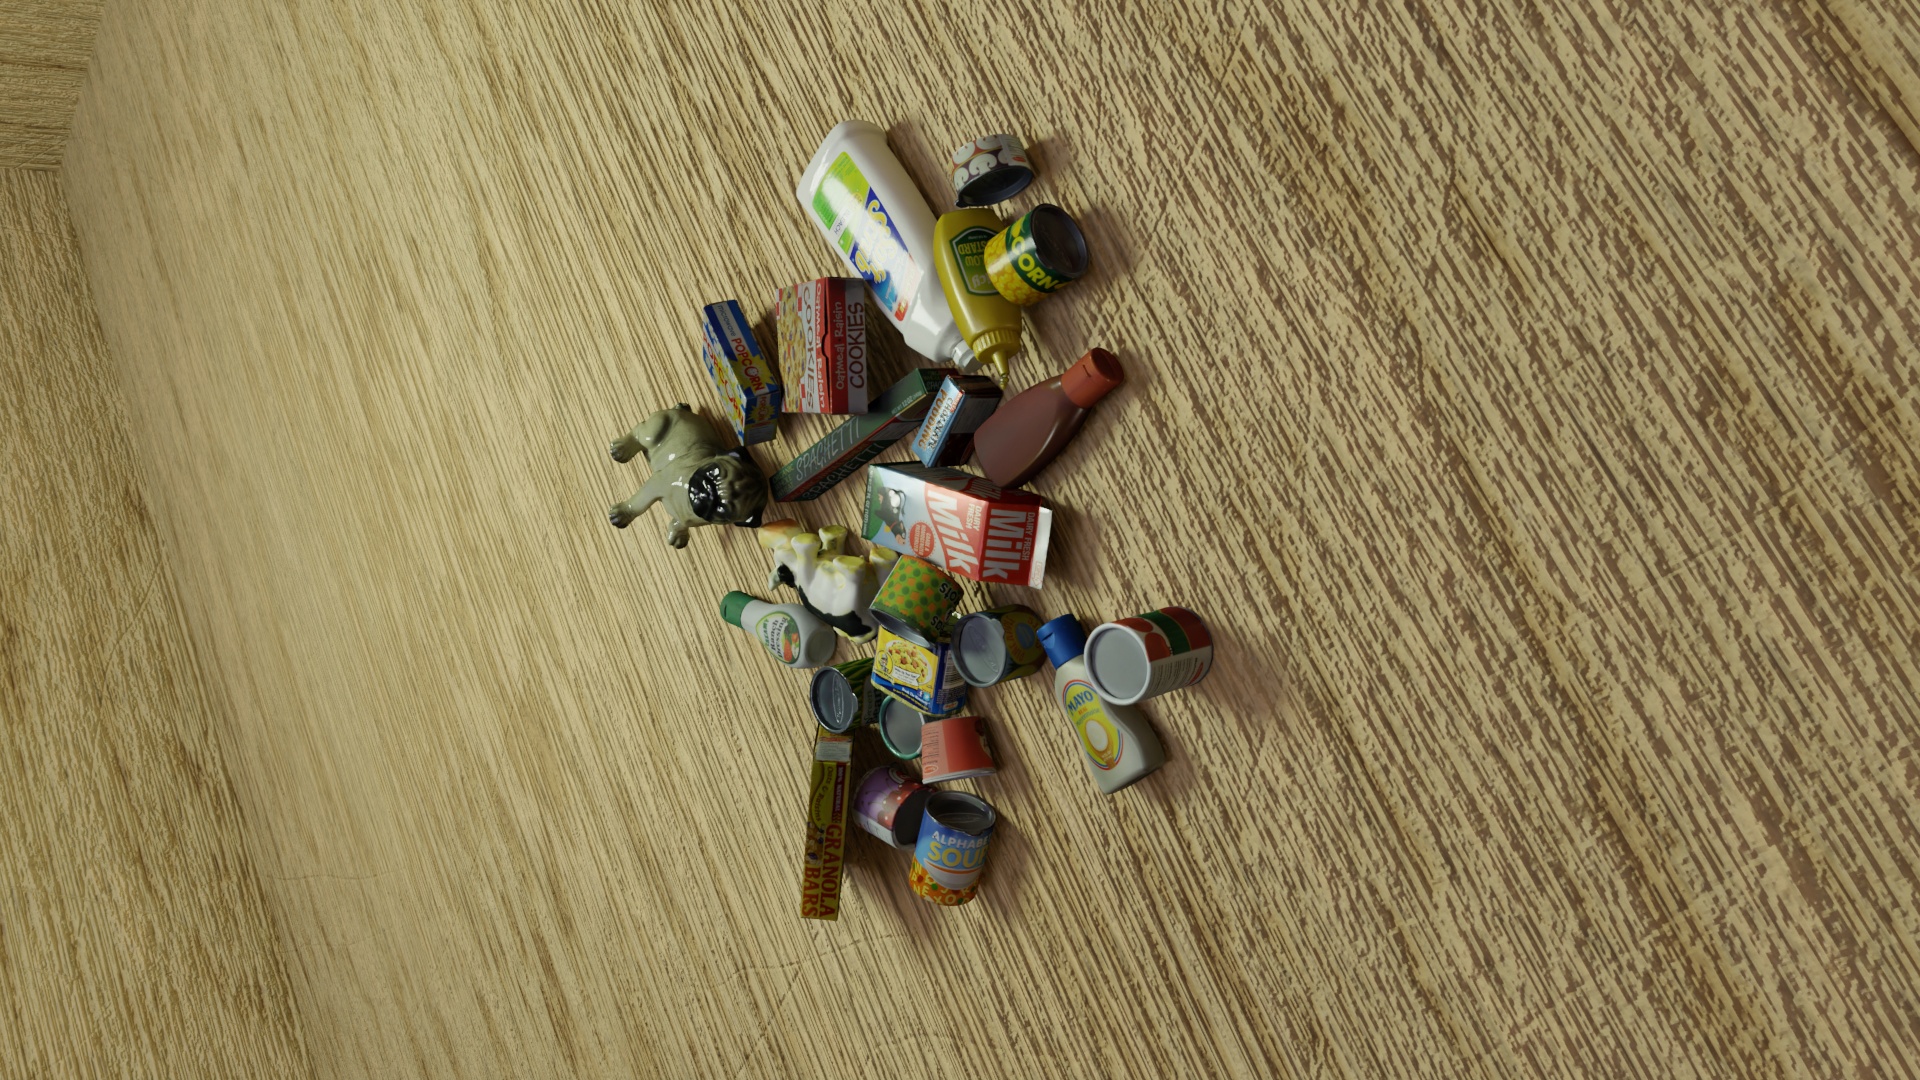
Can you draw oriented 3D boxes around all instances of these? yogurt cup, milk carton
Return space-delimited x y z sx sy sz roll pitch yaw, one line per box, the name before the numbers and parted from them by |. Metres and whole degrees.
yogurt cup | -0.005 0.191 1.266 0.072 0.072 0.054 -21 73 44
milk carton | 0.004 -0.015 1.219 0.191 0.073 0.072 19 108 41

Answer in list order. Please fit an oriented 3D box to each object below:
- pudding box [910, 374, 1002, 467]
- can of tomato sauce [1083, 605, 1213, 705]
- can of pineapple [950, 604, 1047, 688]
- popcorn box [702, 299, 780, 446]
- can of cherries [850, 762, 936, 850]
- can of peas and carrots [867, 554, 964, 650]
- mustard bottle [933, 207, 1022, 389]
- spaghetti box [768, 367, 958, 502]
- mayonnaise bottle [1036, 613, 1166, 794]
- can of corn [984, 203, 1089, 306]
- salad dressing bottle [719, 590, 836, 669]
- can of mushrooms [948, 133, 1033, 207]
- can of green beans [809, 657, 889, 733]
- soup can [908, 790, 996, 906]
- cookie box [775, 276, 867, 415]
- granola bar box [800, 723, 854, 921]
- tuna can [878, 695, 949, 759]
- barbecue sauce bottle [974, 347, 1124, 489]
pudding box | -0.004 -0.105 1.231 0.030 0.050 0.083 48 126 30
can of tomato sauce | 0.146 0.089 1.089 0.071 0.083 0.071 8 102 43
can of pineapple | 0.035 0.091 1.215 0.071 0.058 0.071 8 102 43
popcorn box | -0.225 -0.171 1.416 0.127 0.038 0.084 62 157 25
can of cherries | -0.061 0.253 1.328 0.058 0.072 0.071 19 109 41
can of peas and carrots | -0.036 0.054 1.213 0.071 0.070 0.059 18 71 41
mustard bottle | 0.022 -0.202 1.169 0.048 0.065 0.160 115 142 -69
spaghetti box | -0.095 -0.096 1.320 0.249 0.050 0.029 -30 73 42
mayonnaise bottle | 0.112 0.133 1.158 0.064 0.041 0.148 -43 67 41
can of corn | 0.061 -0.231 1.135 0.058 0.071 0.071 -27 78 44
salad dressing bottle | -0.193 0.089 1.446 0.148 0.044 0.064 19 110 41
can of mushrooms | 0.023 -0.309 1.163 0.071 0.071 0.033 -27 77 43
can of green beans | -0.105 0.151 1.359 0.071 0.058 0.071 8 101 43
soup can | -0.007 0.284 1.276 0.071 0.071 0.083 29 116 38
cookie box | -0.133 -0.181 1.309 0.167 0.040 0.122 -166 73 -67
granola bar box | -0.130 0.268 1.364 0.124 0.039 0.165 -97 12 -76
tuna can | -0.046 0.173 1.324 0.071 0.033 0.071 8 101 43
barbecue sauce bottle | 0.074 -0.105 1.160 0.148 0.044 0.065 -40 66 39
